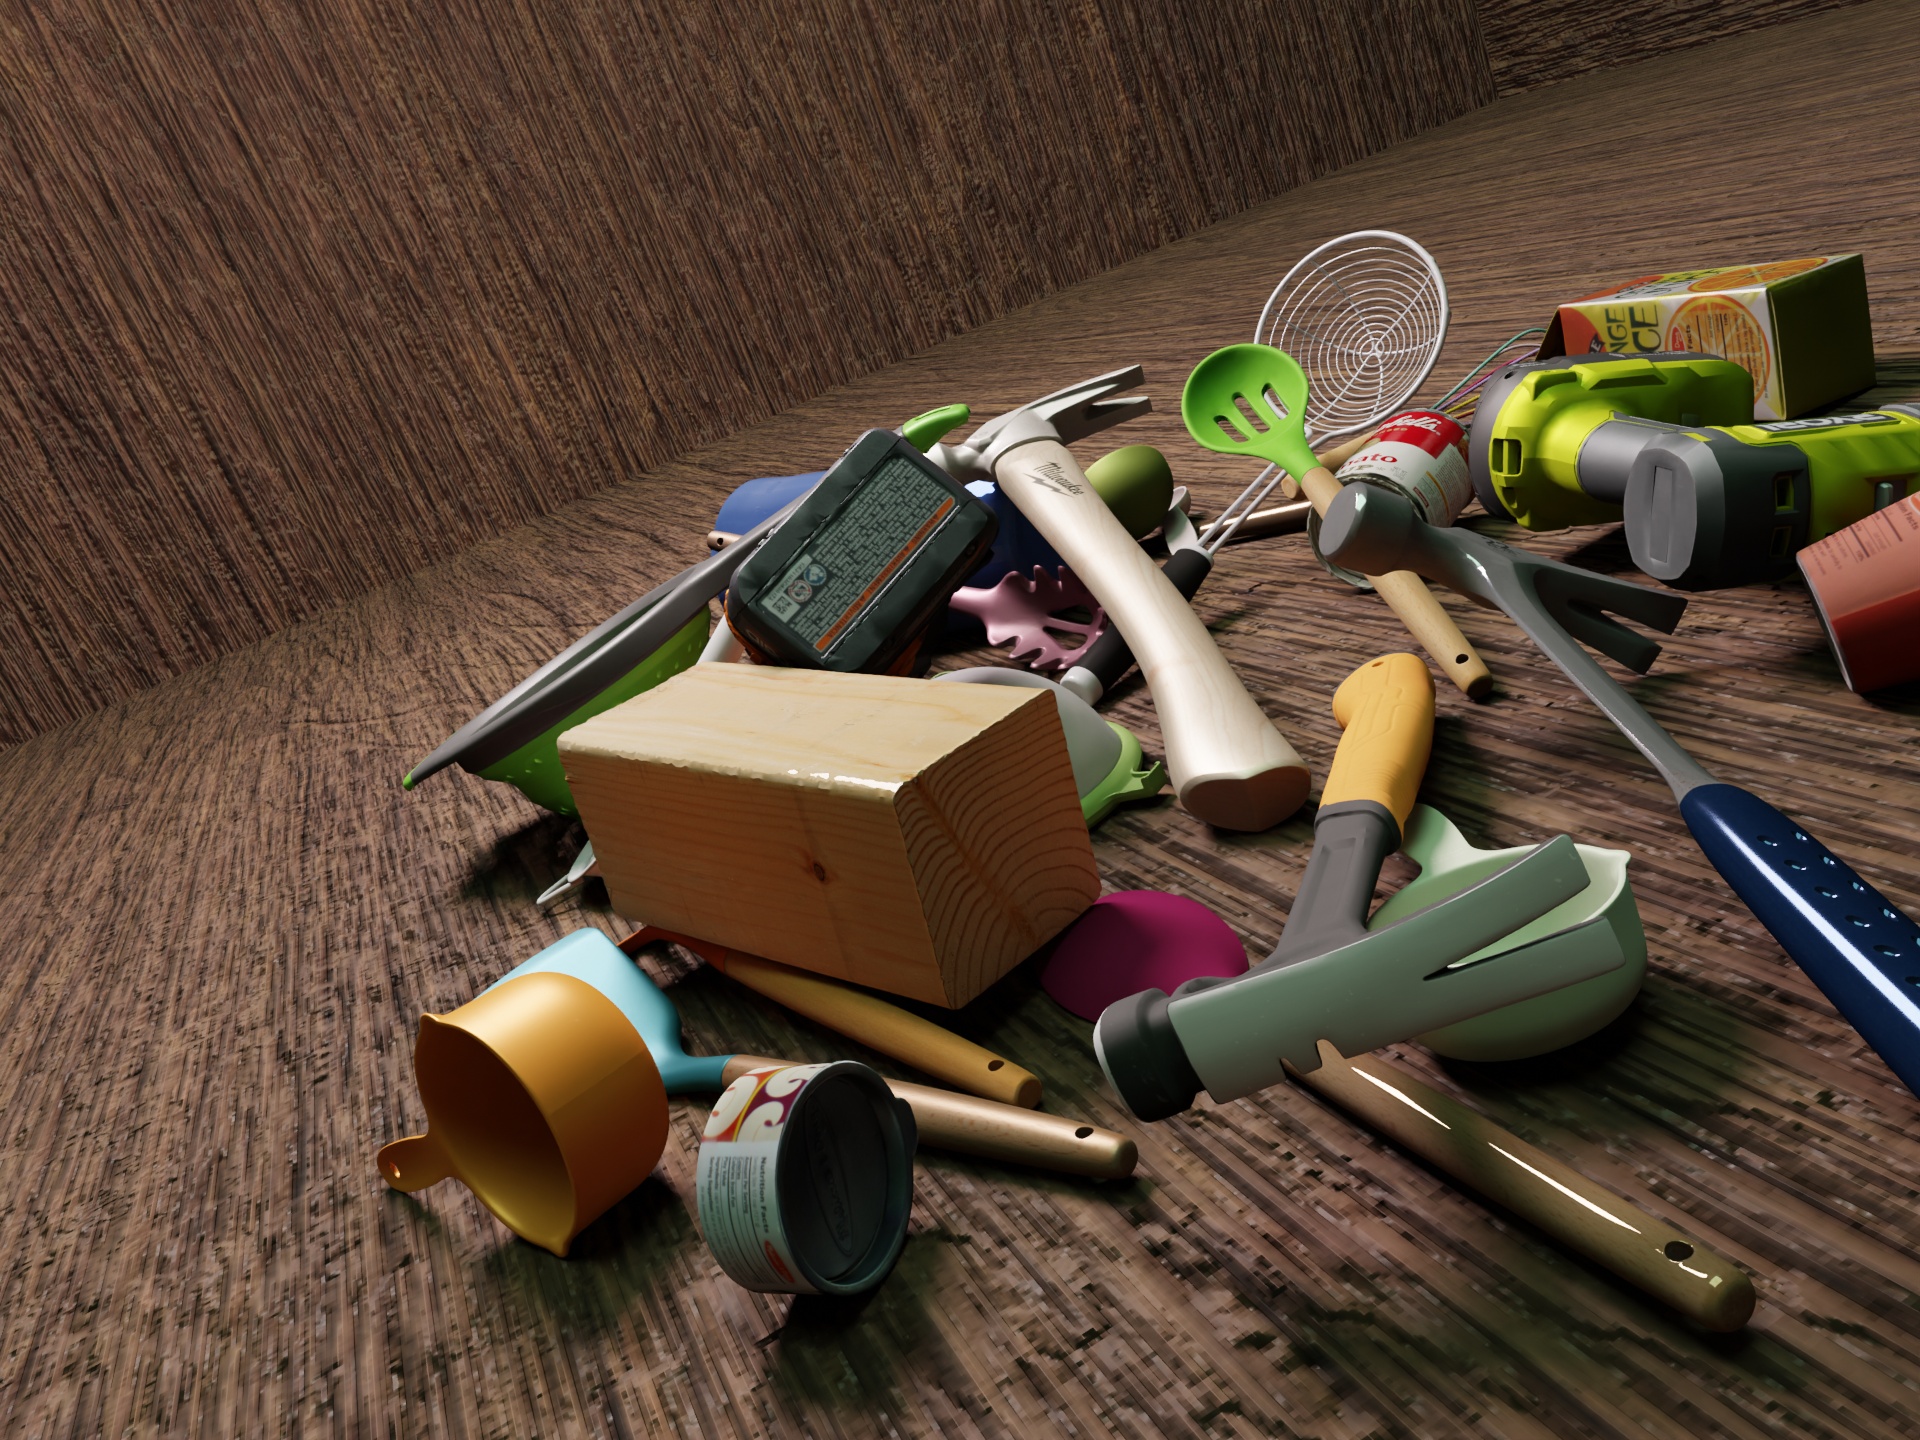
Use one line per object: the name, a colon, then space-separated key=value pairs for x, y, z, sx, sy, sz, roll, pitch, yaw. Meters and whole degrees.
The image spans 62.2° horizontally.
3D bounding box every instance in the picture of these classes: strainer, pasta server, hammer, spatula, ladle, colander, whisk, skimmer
strainer: x=-0.001 y=-0.003 z=0.800 sx=0.151 sy=0.069 sz=0.256 roll=-22 pitch=20 yaw=0
pasta server: x=-0.042 y=-0.085 z=0.981 sx=0.316 sy=0.060 sz=0.040 roll=16 pitch=1 yaw=32
hammer: x=0.224 y=0.022 z=0.467 sx=0.144 sy=0.035 sz=0.406 roll=16 pitch=24 yaw=-11
spatula: x=-0.069 y=0.122 z=0.569 sx=0.317 sy=0.044 sz=0.082 roll=-2 pitch=25 yaw=44
ladle: x=0.033 y=-0.144 z=1.174 sx=0.078 sy=0.062 sz=0.320 roll=-4 pitch=-1 yaw=-37
spatula: x=-0.073 y=0.110 z=0.645 sx=0.081 sy=0.041 sz=0.323 roll=-32 pitch=25 yaw=-30
hammer: x=0.088 y=-0.078 z=0.802 sx=0.146 sy=0.038 sz=0.411 roll=-22 pitch=34 yaw=-1
colander: x=-0.141 y=-0.044 z=0.945 sx=0.397 sy=0.094 sz=0.205 roll=-33 pitch=13 yaw=12
whisk: x=0.304 y=-0.193 z=1.007 sx=0.245 sy=0.051 sz=0.047 roll=-25 pitch=20 yaw=-20
skimmer: x=0.159 y=-0.151 z=0.909 sx=0.127 sy=0.090 sz=0.363 roll=16 pitch=51 yaw=40
strainer: x=-0.145 y=-0.002 z=0.859 sx=0.258 sy=0.050 sz=0.087 roll=-61 pitch=15 yaw=3
hammer: x=0.141 y=0.025 z=0.528 sx=0.127 sy=0.034 sz=0.337 roll=-25 pitch=6 yaw=23
spatula: x=0.285 y=-0.139 z=0.943 sx=0.316 sy=0.018 sz=0.060 roll=-8 pitch=12 yaw=35

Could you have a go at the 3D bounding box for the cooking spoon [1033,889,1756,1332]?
cooking spoon: x=0.104 y=0.099 z=0.480 sx=0.069 sy=0.017 sz=0.319 roll=-27 pitch=18 yaw=-16

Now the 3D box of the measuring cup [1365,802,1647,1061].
measuring cup: x=0.161 y=0.061 z=0.506 sx=0.083 sy=0.038 sz=0.167 roll=-22 pitch=8 yaw=6

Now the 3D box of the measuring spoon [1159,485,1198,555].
measuring spoon: x=0.150 y=-0.127 z=1.074 sx=0.034 sy=0.018 sz=0.124 roll=-39 pitch=20 yaw=17

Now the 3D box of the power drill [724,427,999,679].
power drill: x=-0.047 y=-0.054 z=0.802 sx=0.164 sy=0.084 sz=0.226 roll=-50 pitch=-5 yaw=-17

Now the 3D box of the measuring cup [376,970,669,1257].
measuring cup: x=-0.167 y=0.145 z=0.586 sx=0.052 sy=0.095 sz=0.173 roll=-31 pitch=1 yaw=-41

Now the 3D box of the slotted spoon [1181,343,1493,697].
slotted spoon: x=0.186 y=-0.106 z=0.795 sx=0.070 sy=0.031 sz=0.314 roll=-31 pitch=39 yaw=9

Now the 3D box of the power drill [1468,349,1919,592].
power drill: x=0.345 y=-0.112 z=0.689 sx=0.190 sy=0.080 sz=0.229 roll=-7 pitch=18 yaw=-8
